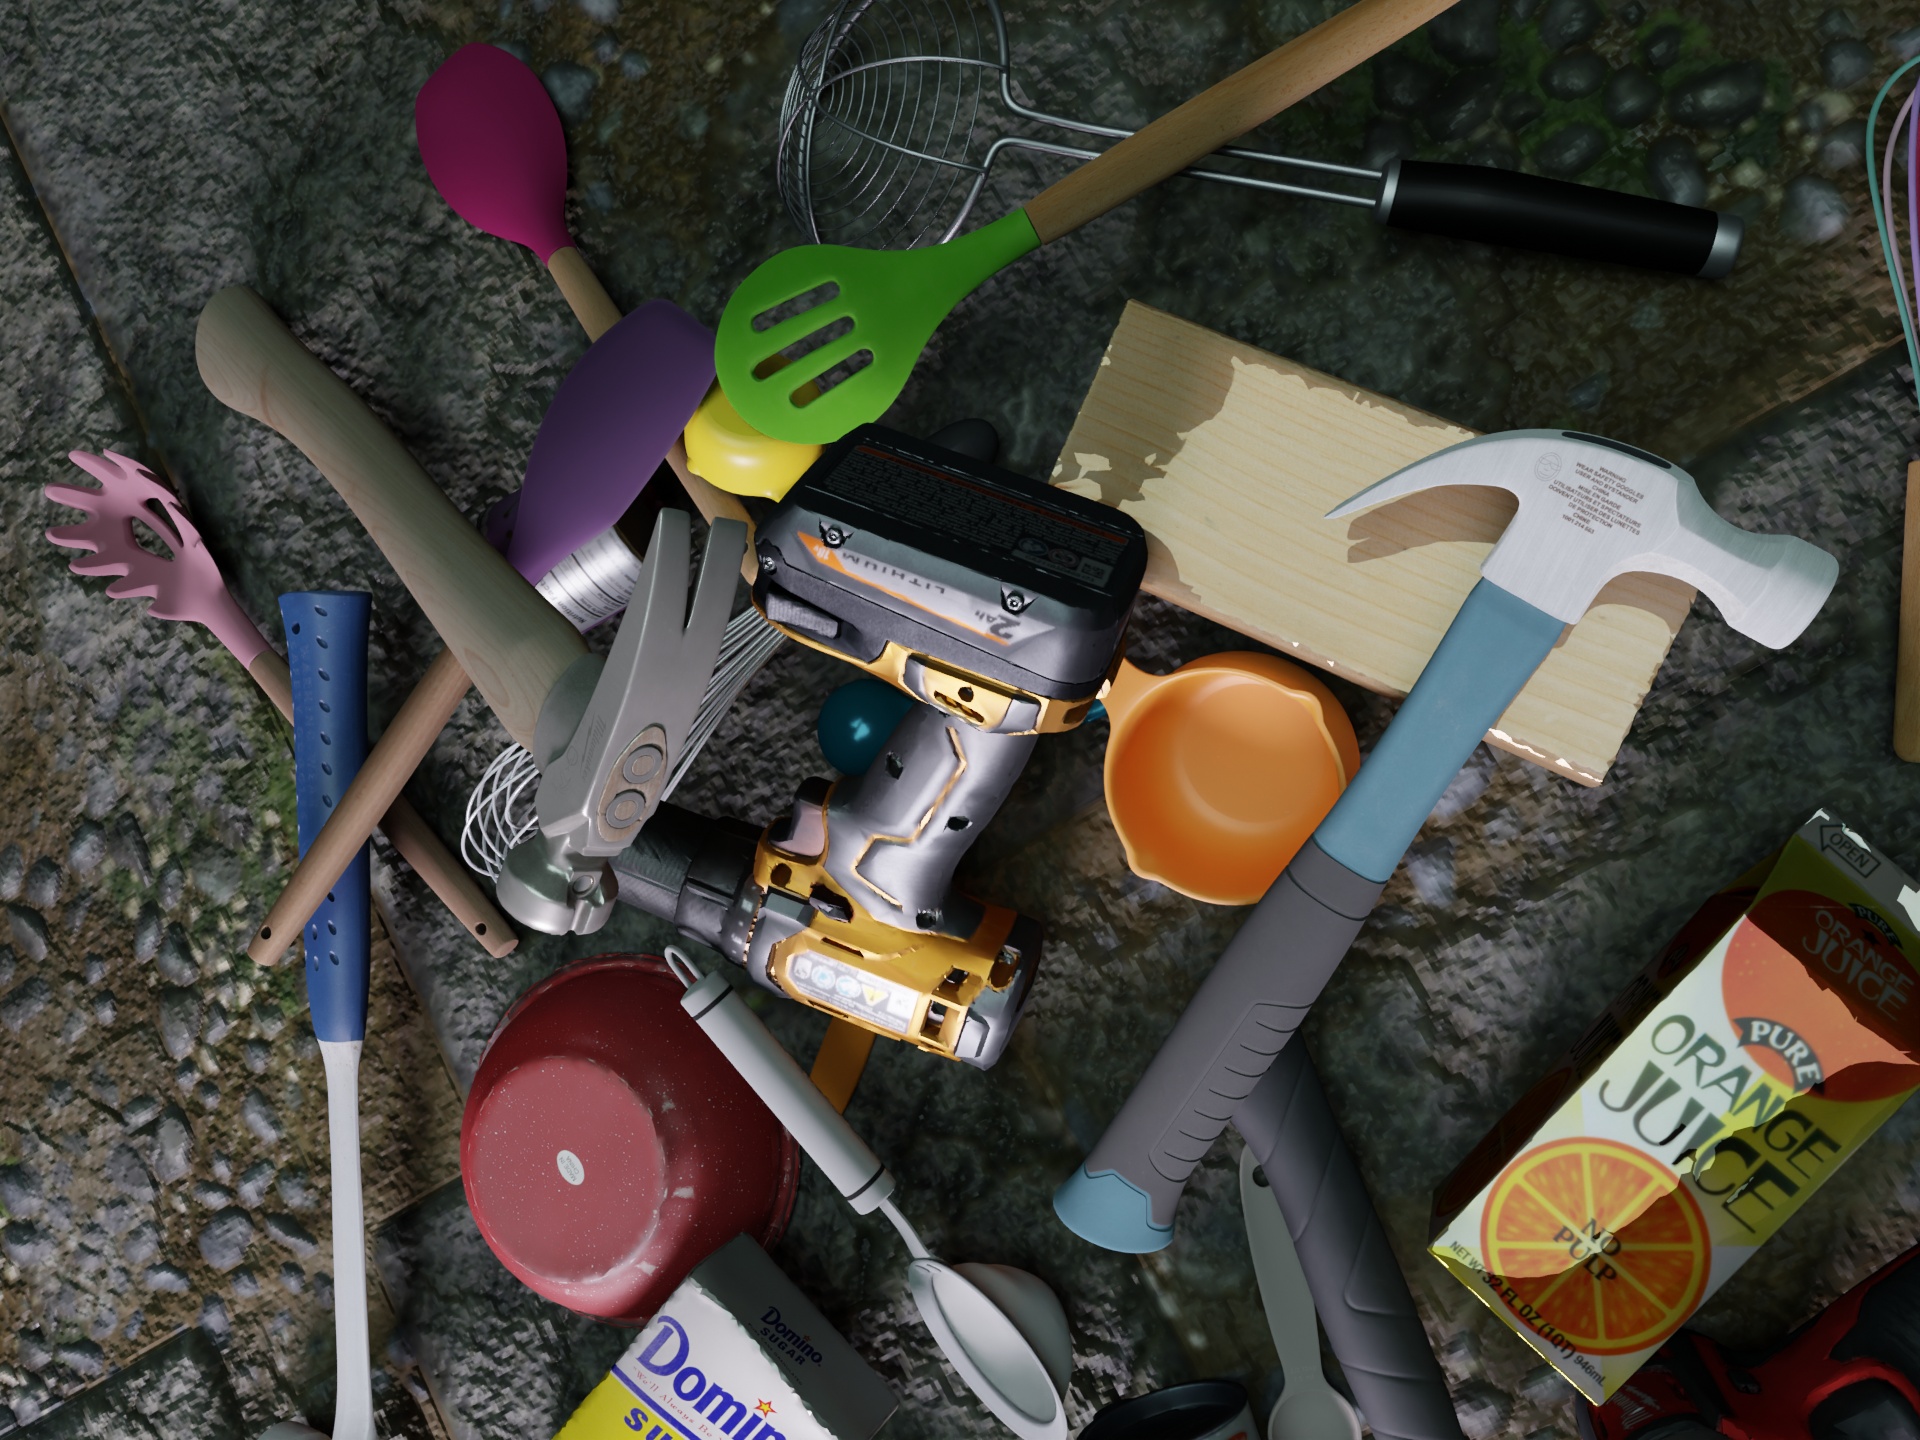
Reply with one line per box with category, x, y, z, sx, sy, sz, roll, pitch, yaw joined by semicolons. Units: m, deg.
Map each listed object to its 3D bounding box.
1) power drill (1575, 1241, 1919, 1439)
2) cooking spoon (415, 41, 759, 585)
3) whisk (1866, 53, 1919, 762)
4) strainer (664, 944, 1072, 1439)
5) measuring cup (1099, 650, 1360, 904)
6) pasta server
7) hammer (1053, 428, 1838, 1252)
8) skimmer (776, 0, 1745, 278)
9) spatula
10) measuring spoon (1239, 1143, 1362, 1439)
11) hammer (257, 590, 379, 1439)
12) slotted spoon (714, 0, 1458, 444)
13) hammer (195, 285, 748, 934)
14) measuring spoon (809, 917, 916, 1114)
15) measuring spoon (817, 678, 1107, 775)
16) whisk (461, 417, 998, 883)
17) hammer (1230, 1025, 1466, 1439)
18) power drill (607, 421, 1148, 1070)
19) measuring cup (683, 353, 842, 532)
power drill;0.292;0.193;0.476;0.219;0.143;0.078;-36;81;11
cooking spoon;-0.158;-0.179;0.677;0.069;0.017;0.319;-39;69;12
whisk;0.325;-0.108;0.527;0.051;0.047;0.245;3;92;17
strainer;-0.027;0.183;0.607;0.050;0.087;0.258;-41;92;-30
measuring cup;0.073;-0.012;0.588;0.174;0.052;0.095;46;117;9
pasta server;-0.310;-0.008;0.731;0.316;0.040;0.060;45;103;13
hammer;0.121;0.056;0.518;0.128;0.033;0.331;34;116;13
skimmer;0.099;-0.207;0.609;0.363;0.090;0.127;12;98;8
spatula;-0.197;-0.030;0.633;0.060;0.018;0.316;38;98;21
measuring spoon;0.123;0.219;0.598;0.034;0.018;0.124;-9;78;0
hammer;-0.261;0.147;0.682;0.144;0.035;0.405;-2;90;36
slotted spoon;0.047;-0.190;0.561;0.314;0.031;0.070;-27;98;11
hammer;-0.217;-0.095;0.619;0.411;0.038;0.146;41;114;39
measuring spoon;-0.042;0.118;0.653;0.021;0.011;0.117;23;95;17
measuring spoon;-0.001;-0.002;0.638;0.128;0.021;0.042;-8;86;19
whisk;-0.094;-0.026;0.656;0.284;0.070;0.070;-40;77;7
hammer;0.183;0.291;0.553;0.149;0.036;0.409;-22;79;0
power drill;-0.044;0.013;0.569;0.185;0.084;0.226;20;127;7
measuring cup;-0.054;-0.082;0.608;0.062;0.029;0.157;-29;67;-18
